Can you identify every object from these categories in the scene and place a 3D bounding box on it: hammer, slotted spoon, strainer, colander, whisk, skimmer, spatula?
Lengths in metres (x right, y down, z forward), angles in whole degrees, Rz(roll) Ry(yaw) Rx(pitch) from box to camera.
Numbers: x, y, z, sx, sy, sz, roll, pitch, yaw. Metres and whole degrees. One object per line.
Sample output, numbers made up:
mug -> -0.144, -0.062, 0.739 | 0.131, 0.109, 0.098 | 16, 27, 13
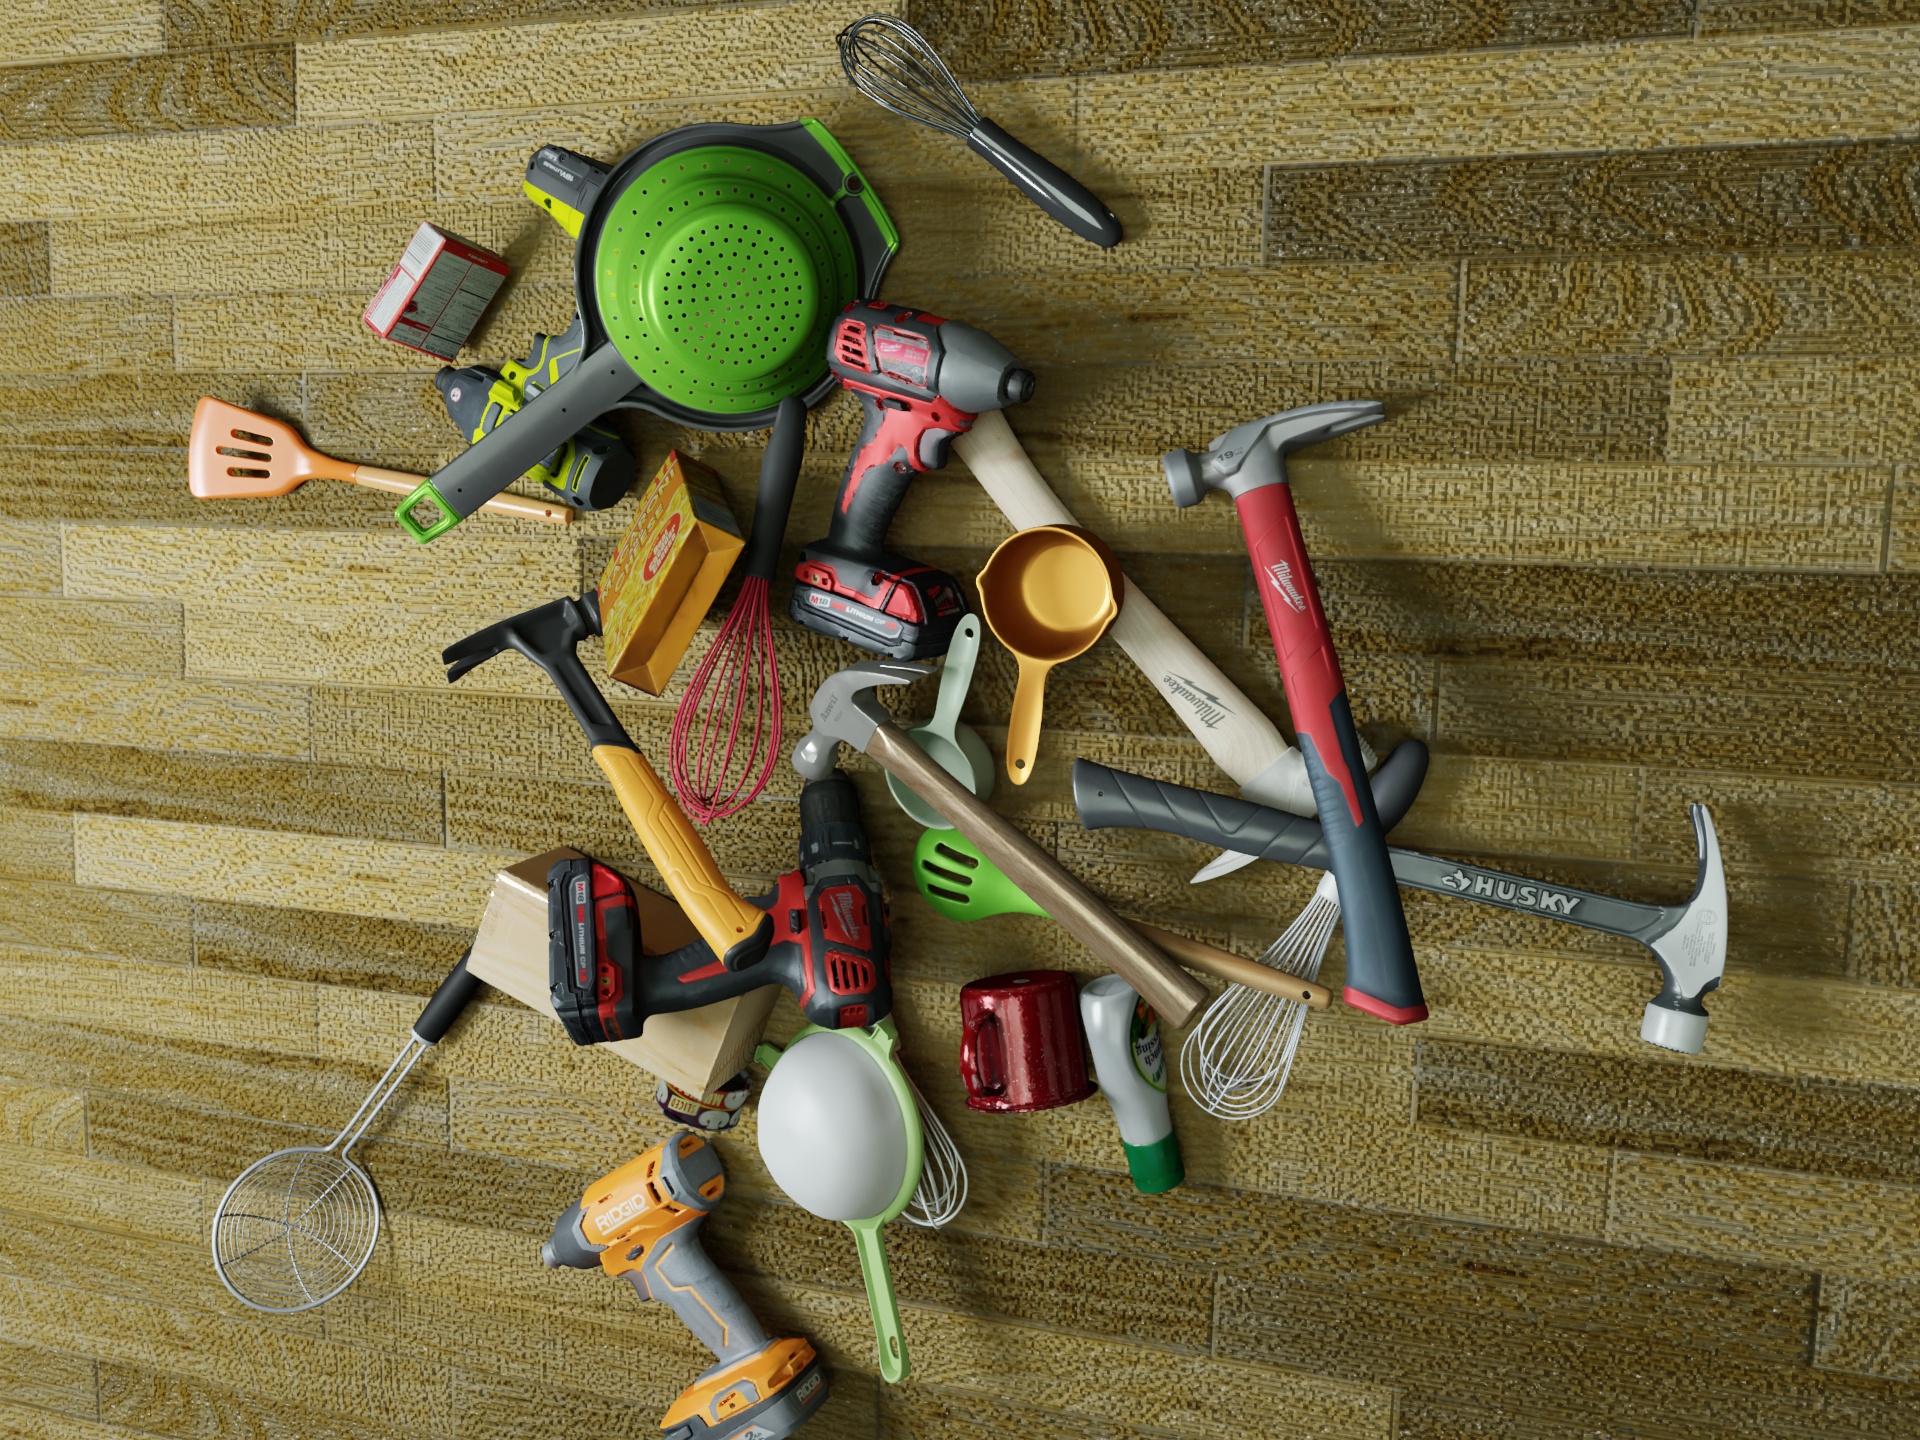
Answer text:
hammer -> 0.267, 0.084, 0.995 | 0.409, 0.036, 0.149 | 13, 90, 11
slotted spoon -> 0.097, 0.135, 1.066 | 0.314, 0.031, 0.070 | 16, 100, 26
hammer -> 0.236, -0.009, 0.975 | 0.143, 0.038, 0.386 | -16, 74, 14
hammer -> 0.089, -0.083, 1.073 | 0.146, 0.038, 0.411 | -42, 83, 18
hammer -> 0.030, 0.080, 1.051 | 0.331, 0.031, 0.130 | 40, 129, 14
hammer -> -0.232, 0.042, 1.088 | 0.337, 0.127, 0.034 | 50, 151, 30
strainer -> -0.089, 0.343, 1.119 | 0.151, 0.069, 0.256 | -19, 81, 42
colander -> -0.217, -0.237, 1.055 | 0.397, 0.095, 0.204 | -36, 113, 4
whisk -> 0.232, 0.138, 1.044 | 0.070, 0.070, 0.284 | 30, 99, 12
whisk -> 0.013, -0.391, 1.060 | 0.239, 0.055, 0.055 | 39, 106, 5
whisk -> -0.052, 0.247, 1.148 | 0.058, 0.059, 0.246 | -19, 85, 5
skimmer -> -0.459, 0.311, 1.260 | 0.127, 0.090, 0.363 | 33, 104, -22
spatula -> -0.448, -0.185, 1.228 | 0.323, 0.041, 0.081 | 12, 99, 15
whisk -> -0.138, -0.075, 1.057 | 0.073, 0.073, 0.296 | 8, 82, 16

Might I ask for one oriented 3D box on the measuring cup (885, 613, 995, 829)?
measuring cup -> -0.002, -0.003, 1.084 | 0.083, 0.038, 0.167 | 27, 122, 22

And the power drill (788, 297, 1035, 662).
power drill -> -0.032, -0.158, 1.055 | 0.143, 0.078, 0.219 | 20, 110, 25

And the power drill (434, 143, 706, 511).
power drill -> -0.285, -0.286, 1.147 | 0.171, 0.080, 0.223 | 32, 107, 17

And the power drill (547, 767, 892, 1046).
power drill -> -0.163, 0.128, 1.097 | 0.226, 0.080, 0.188 | -6, 61, -6

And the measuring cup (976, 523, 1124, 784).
measuring cup -> 0.057, -0.045, 1.046 | 0.095, 0.052, 0.173 | 14, 108, 17

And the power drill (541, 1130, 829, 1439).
power drill -> -0.217, 0.446, 1.206 | 0.164, 0.084, 0.226 | -33, 81, 18
